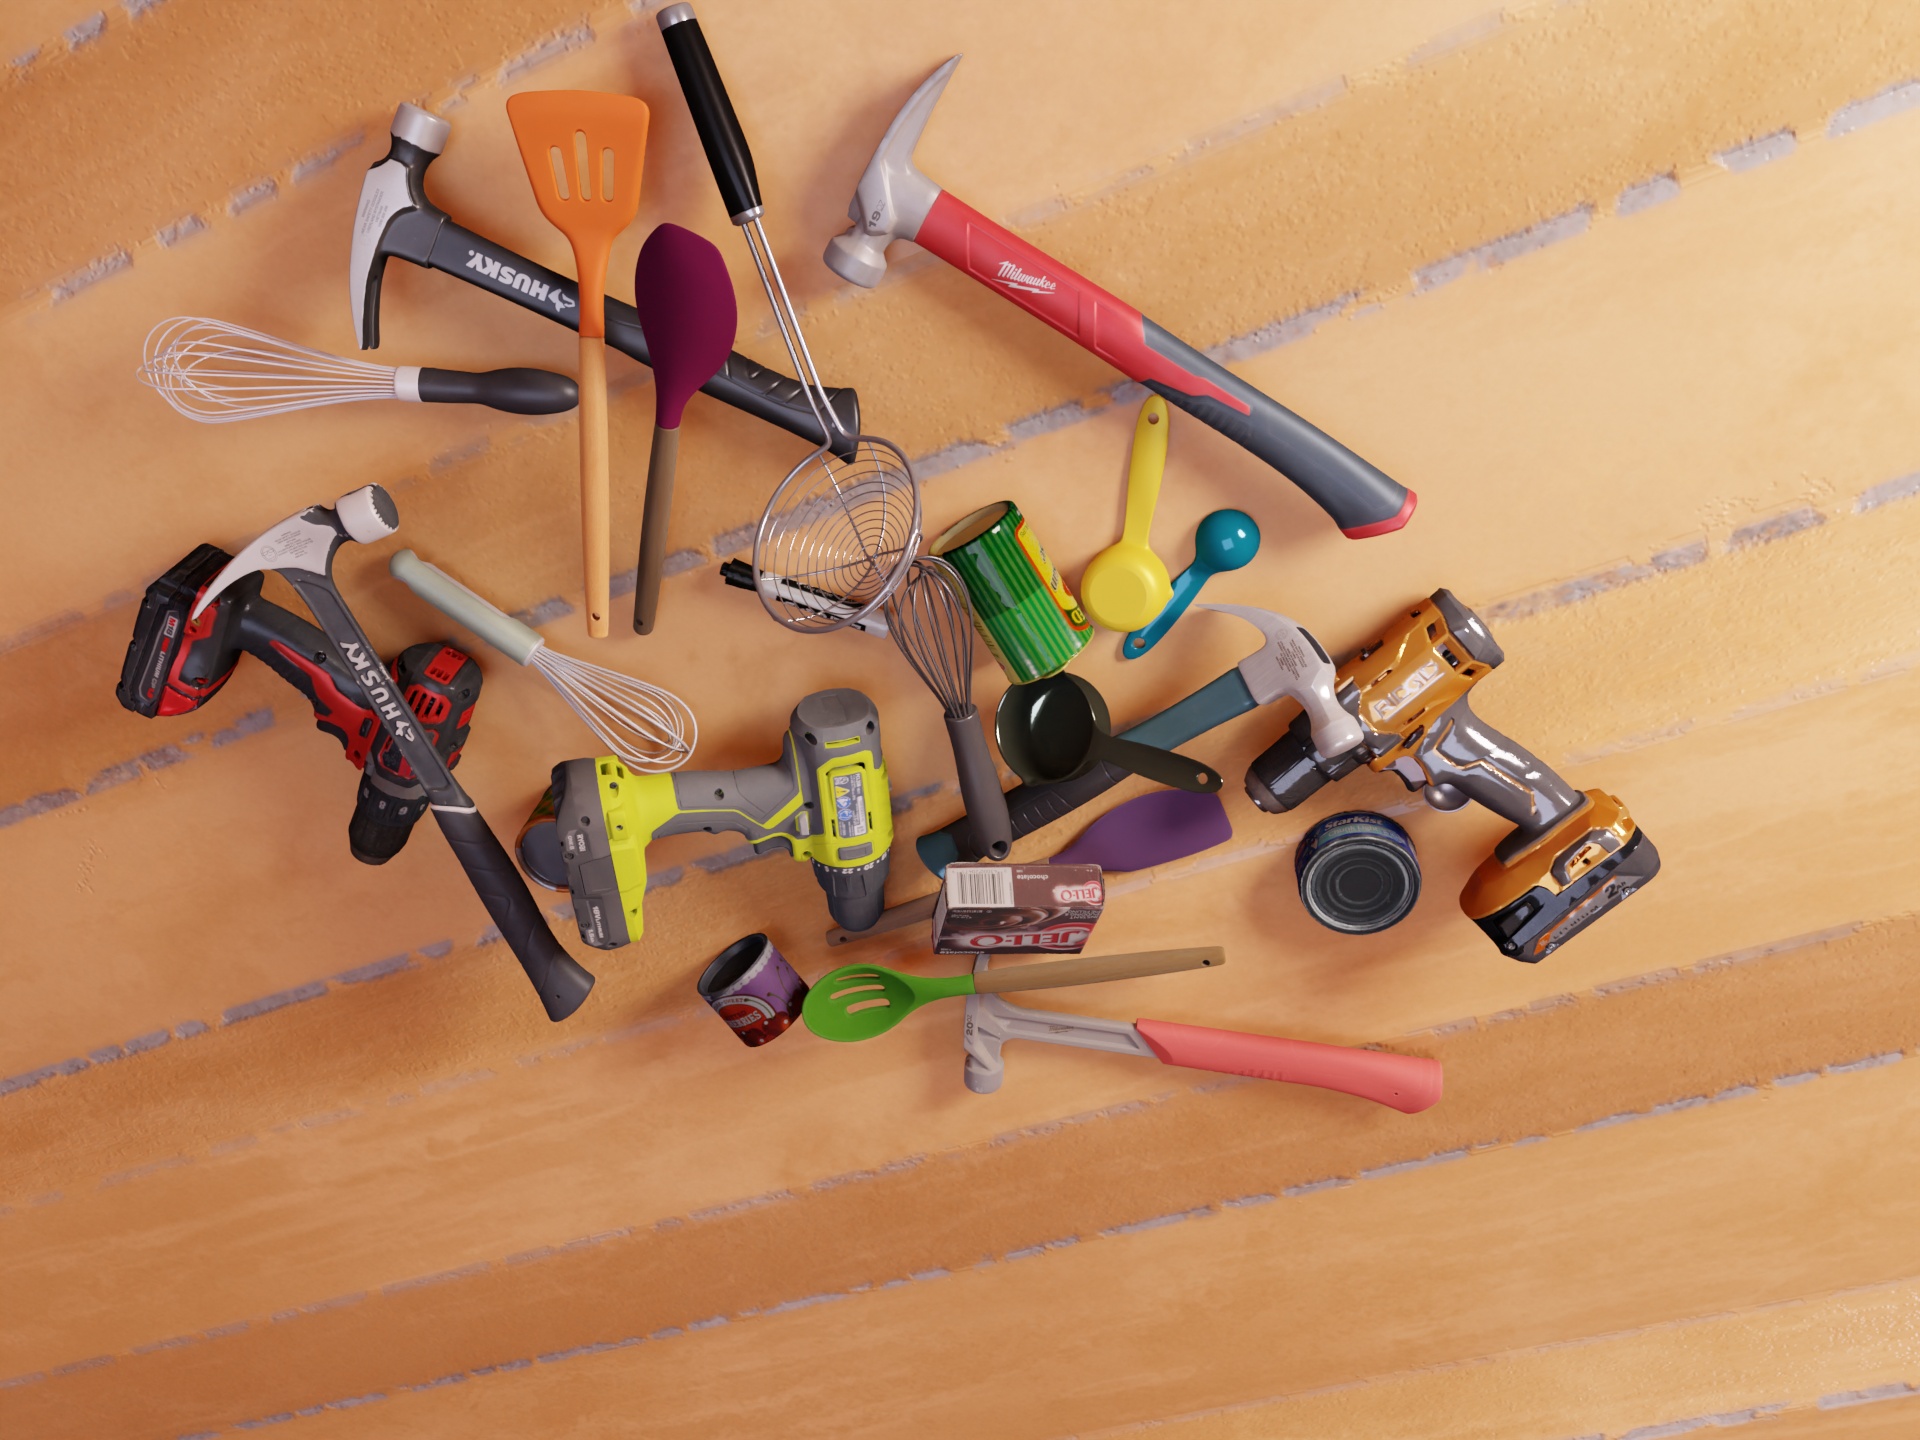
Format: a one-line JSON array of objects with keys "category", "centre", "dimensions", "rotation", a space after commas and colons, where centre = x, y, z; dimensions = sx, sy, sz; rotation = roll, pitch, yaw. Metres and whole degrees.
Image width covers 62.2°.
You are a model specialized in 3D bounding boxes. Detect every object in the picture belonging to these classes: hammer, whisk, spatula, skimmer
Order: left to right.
[{"category": "whisk", "centre": [-0.387, -0.218, 1.025], "dimensions": [0.284, 0.070, 0.070], "rotation": [4, 118, 0]}, {"category": "hammer", "centre": [-0.366, 0.045, 1.099], "dimensions": [0.149, 0.036, 0.408], "rotation": [-21, 113, 7]}, {"category": "whisk", "centre": [-0.292, -0.044, 1.115], "dimensions": [0.246, 0.058, 0.059], "rotation": [35, 82, -8]}, {"category": "spatula", "centre": [-0.224, -0.206, 0.960], "dimensions": [0.081, 0.041, 0.322], "rotation": [1, 105, -4]}, {"category": "hammer", "centre": [-0.215, -0.241, 0.991], "dimensions": [0.334, 0.035, 0.146], "rotation": [24, 102, -9]}, {"category": "skimmer", "centre": [-0.118, -0.233, 0.932], "dimensions": [0.127, 0.090, 0.363], "rotation": [-11, 106, 32]}, {"category": "whisk", "centre": [-0.002, -0.003, 1.040], "dimensions": [0.055, 0.055, 0.238], "rotation": [-9, 121, 12]}, {"category": "spatula", "centre": [0.043, 0.113, 1.164], "dimensions": [0.316, 0.018, 0.059], "rotation": [-20, 115, 16]}, {"category": "hammer", "centre": [0.102, 0.030, 1.078], "dimensions": [0.331, 0.033, 0.128], "rotation": [-31, 72, 29]}, {"category": "hammer", "centre": [0.116, -0.236, 0.952], "dimensions": [0.386, 0.038, 0.143], "rotation": [30, 116, -6]}, {"category": "hammer", "centre": [0.182, 0.240, 1.203], "dimensions": [0.359, 0.037, 0.149], "rotation": [7, 118, 4]}]

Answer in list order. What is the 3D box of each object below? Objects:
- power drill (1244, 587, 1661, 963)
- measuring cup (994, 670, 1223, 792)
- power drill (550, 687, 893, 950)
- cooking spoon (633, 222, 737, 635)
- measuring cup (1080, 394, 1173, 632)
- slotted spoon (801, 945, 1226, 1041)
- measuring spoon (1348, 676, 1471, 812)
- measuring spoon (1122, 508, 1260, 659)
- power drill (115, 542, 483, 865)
[{"category": "power drill", "centre": [0.316, 0.052, 1.041], "dimensions": [0.185, 0.084, 0.226], "rotation": [-41, 96, 15]}, {"category": "measuring cup", "centre": [0.101, 0.017, 1.038], "dimensions": [0.168, 0.038, 0.083], "rotation": [19, 99, 30]}, {"category": "power drill", "centre": [-0.158, 0.085, 1.114], "dimensions": [0.228, 0.080, 0.190], "rotation": [-10, 124, -11]}, {"category": "cooking spoon", "centre": [-0.185, -0.166, 0.994], "dimensions": [0.069, 0.017, 0.318], "rotation": [27, 137, 7]}, {"category": "measuring cup", "centre": [0.111, -0.129, 1.017], "dimensions": [0.062, 0.029, 0.156], "rotation": [14, 116, 16]}, {"category": "slotted spoon", "centre": [0.037, 0.191, 1.163], "dimensions": [0.314, 0.031, 0.070], "rotation": [-9, 119, 11]}, {"category": "measuring spoon", "centre": [0.303, 0.013, 1.082], "dimensions": [0.034, 0.018, 0.124], "rotation": [-39, 100, 23]}, {"category": "measuring spoon", "centre": [0.148, -0.083, 1.044], "dimensions": [0.042, 0.021, 0.128], "rotation": [34, 117, -10]}, {"category": "power drill", "centre": [-0.472, -0.005, 1.140], "dimensions": [0.226, 0.080, 0.187], "rotation": [26, 118, -10]}]
